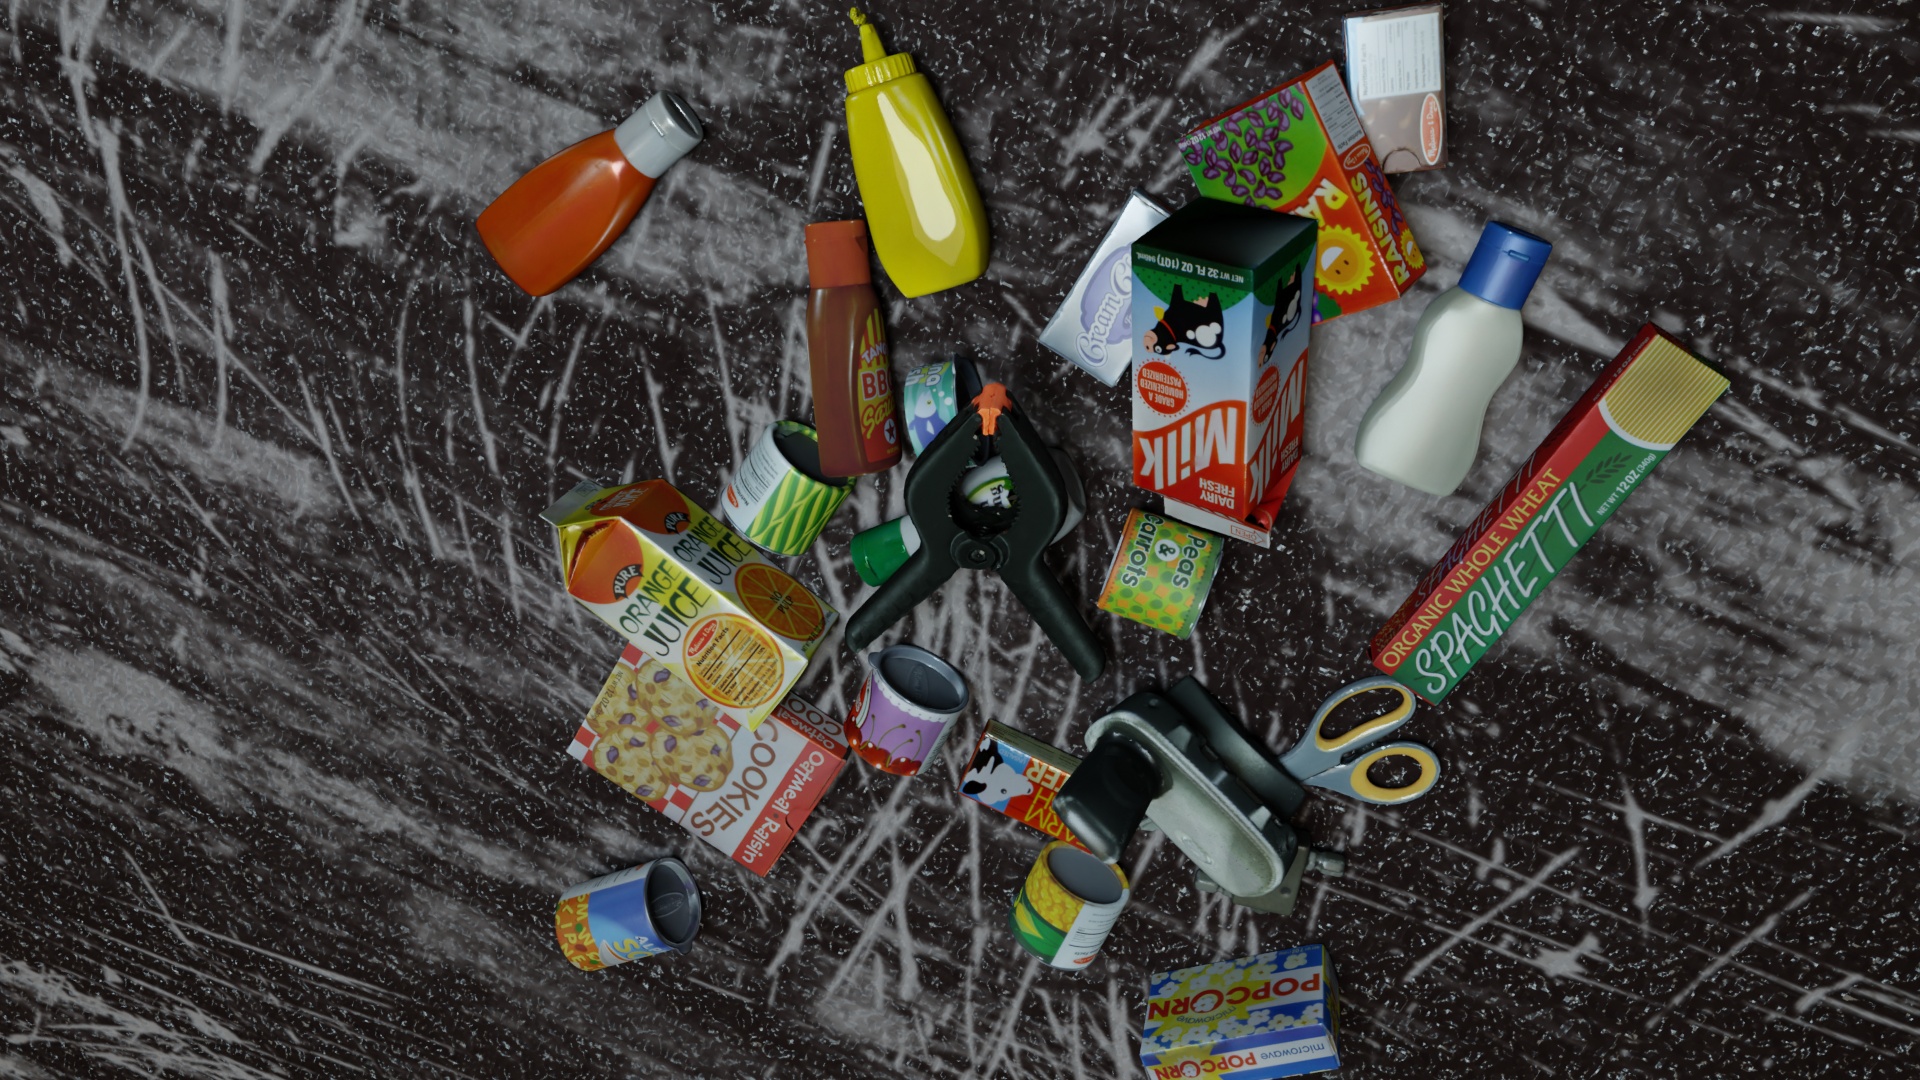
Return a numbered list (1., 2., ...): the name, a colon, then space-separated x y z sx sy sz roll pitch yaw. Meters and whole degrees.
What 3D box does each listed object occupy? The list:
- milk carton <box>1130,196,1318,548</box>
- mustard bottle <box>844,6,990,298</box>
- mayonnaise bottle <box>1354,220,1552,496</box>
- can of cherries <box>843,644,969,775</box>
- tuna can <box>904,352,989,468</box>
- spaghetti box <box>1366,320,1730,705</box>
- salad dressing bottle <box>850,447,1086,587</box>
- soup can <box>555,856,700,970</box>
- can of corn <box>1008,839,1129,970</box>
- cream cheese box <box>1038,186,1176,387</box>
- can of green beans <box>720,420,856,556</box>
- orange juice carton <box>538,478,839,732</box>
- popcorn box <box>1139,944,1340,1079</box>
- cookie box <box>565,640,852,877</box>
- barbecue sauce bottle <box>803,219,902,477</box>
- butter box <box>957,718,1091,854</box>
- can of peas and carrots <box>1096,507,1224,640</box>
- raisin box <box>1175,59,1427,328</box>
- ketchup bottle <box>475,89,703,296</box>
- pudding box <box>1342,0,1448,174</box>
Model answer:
1. milk carton: 0.143 -0.082 0.762 0.072 0.074 0.189 21 133 32
2. mustard bottle: -0.031 -0.221 0.784 0.065 0.049 0.159 -12 108 17
3. mayonnaise bottle: 0.275 -0.100 0.767 0.065 0.041 0.147 21 114 2
4. can of cherries: -0.038 0.110 0.909 0.071 0.072 0.058 28 116 1
5. tuna can: -0.008 -0.076 0.827 0.033 0.071 0.071 -9 109 17
6. spaghetti box: 0.330 -0.009 0.797 0.050 0.029 0.249 33 115 -1
7. salad dressing bottle: 0.003 -0.011 0.863 0.147 0.044 0.064 -21 114 20
8. soup can: -0.244 0.278 1.023 0.083 0.071 0.071 -20 106 20
9. can of corn: 0.072 0.243 0.939 0.071 0.071 0.058 25 114 2
10. cream cheese box: 0.095 -0.144 0.799 0.053 0.024 0.103 33 115 -1
11. can of green beans: -0.107 -0.033 0.868 0.071 0.071 0.057 37 114 -4
12. orange juice carton: -0.182 0.029 0.907 0.192 0.072 0.072 38 115 -4
13. popcorn box: 0.188 0.321 0.931 0.126 0.085 0.038 -18 106 19
14. cookie box: -0.174 0.142 0.968 0.167 0.040 0.122 33 115 -2
15. barbecue sauce bottle: -0.067 -0.115 0.830 0.043 0.065 0.148 -1 103 22
16. butter box: 0.055 0.165 0.933 0.103 0.024 0.053 25 114 2
17. can of peas and carrots: 0.120 0.019 0.834 0.059 0.071 0.070 20 115 5
18. raisin box: 0.181 -0.178 0.740 0.086 0.040 0.123 -14 110 48
19. ketchup bottle: -0.220 -0.211 0.834 0.148 0.044 0.064 -32 103 22
20. pudding box: 0.227 -0.236 0.728 0.049 0.030 0.083 -4 111 14
